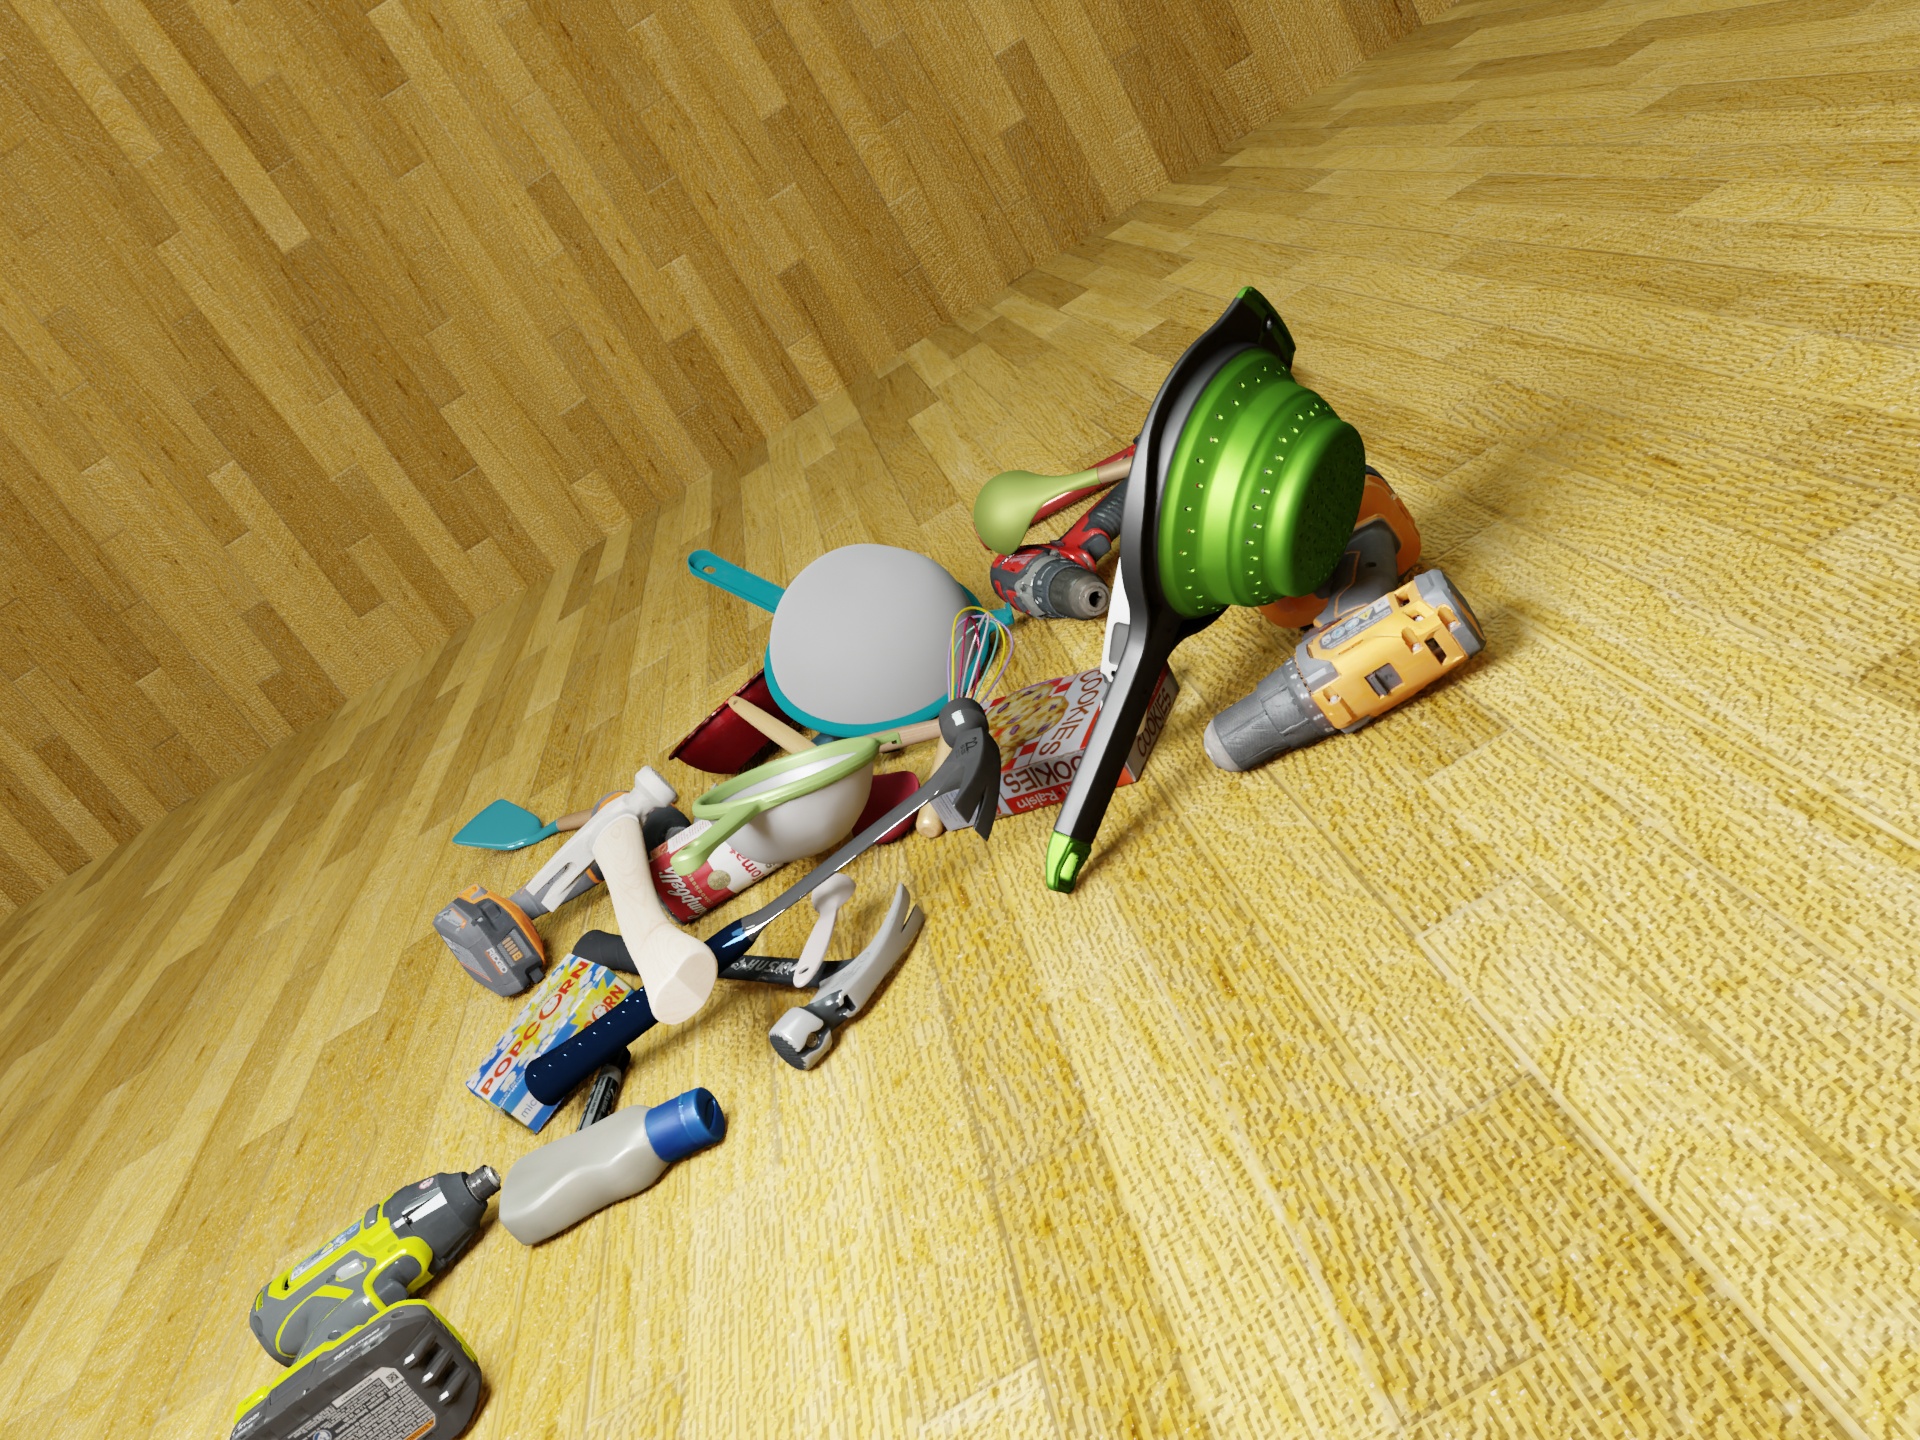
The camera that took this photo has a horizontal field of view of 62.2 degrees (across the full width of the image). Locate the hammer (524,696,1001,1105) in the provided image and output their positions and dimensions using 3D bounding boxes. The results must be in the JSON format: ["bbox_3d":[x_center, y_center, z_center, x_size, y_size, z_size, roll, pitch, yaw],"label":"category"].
[{"bbox_3d":[-0.136,0.138,1.082,0.405,0.035,0.144,-37,23,10],"label":"hammer"}]

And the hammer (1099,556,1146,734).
[{"bbox_3d":[0.186,-0.114,1.176,0.035,0.146,0.335,17,29,24],"label":"hammer"}]

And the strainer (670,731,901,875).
[{"bbox_3d":[-0.139,0.083,1.168,0.151,0.069,0.256,-16,11,21],"label":"strainer"}]

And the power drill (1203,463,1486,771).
[{"bbox_3d":[0.240,-0.065,1.069,0.185,0.084,0.226,-33,24,21],"label":"power drill"}]

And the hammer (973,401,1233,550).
[{"bbox_3d":[0.177,-0.271,1.668,0.359,0.036,0.149,-26,22,15],"label":"hammer"}]

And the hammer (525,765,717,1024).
[{"bbox_3d":[-0.245,0.138,1.168,0.146,0.038,0.411,-45,21,-5],"label":"hammer"}]

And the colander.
[{"bbox_3d":[0.161,-0.065,0.998,0.094,0.204,0.397,21,90,30],"label":"colander"}]

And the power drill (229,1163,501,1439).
[{"bbox_3d":[-0.355,0.365,0.966,0.171,0.080,0.223,-36,18,-7],"label":"power drill"}]

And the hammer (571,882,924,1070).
[{"bbox_3d":[-0.184,0.178,1.191,0.409,0.036,0.149,-6,33,51],"label":"hammer"}]

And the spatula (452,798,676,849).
[{"bbox_3d":[-0.412,0.098,1.678,0.317,0.044,0.082,-14,24,38],"label":"spatula"}]

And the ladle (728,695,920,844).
[{"bbox_3d":[-0.122,0.032,1.337,0.069,0.031,0.316,-50,39,-8],"label":"ladle"}]

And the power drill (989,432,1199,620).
[{"bbox_3d":[0.144,-0.171,1.444,0.227,0.080,0.188,-39,22,-9],"label":"power drill"}]

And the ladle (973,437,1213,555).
[{"bbox_3d":[0.151,-0.215,1.388,0.320,0.062,0.078,-13,63,27],"label":"ladle"}]

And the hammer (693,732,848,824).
[{"bbox_3d":[-0.110,0.011,1.458,0.331,0.033,0.128,-41,23,-21],"label":"hammer"}]

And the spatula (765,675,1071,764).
[{"bbox_3d":[-0.029,0.008,1.332,0.316,0.018,0.060,-14,30,24],"label":"spatula"}]

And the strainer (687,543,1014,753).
[{"bbox_3d":[-0.134,-0.117,1.462,0.341,0.095,0.211,26,59,28],"label":"strainer"}]

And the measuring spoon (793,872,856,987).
[{"bbox_3d":[-0.098,0.139,1.079,0.034,0.018,0.124,-24,21,19],"label":"measuring spoon"}]

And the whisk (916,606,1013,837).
[{"bbox_3d":[-0.004,-0.005,1.275,0.051,0.047,0.245,-11,42,26],"label":"whisk"}]

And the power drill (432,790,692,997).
[{"bbox_3d":[-0.345,0.146,1.429,0.226,0.084,0.164,-38,21,-26],"label":"power drill"}]
